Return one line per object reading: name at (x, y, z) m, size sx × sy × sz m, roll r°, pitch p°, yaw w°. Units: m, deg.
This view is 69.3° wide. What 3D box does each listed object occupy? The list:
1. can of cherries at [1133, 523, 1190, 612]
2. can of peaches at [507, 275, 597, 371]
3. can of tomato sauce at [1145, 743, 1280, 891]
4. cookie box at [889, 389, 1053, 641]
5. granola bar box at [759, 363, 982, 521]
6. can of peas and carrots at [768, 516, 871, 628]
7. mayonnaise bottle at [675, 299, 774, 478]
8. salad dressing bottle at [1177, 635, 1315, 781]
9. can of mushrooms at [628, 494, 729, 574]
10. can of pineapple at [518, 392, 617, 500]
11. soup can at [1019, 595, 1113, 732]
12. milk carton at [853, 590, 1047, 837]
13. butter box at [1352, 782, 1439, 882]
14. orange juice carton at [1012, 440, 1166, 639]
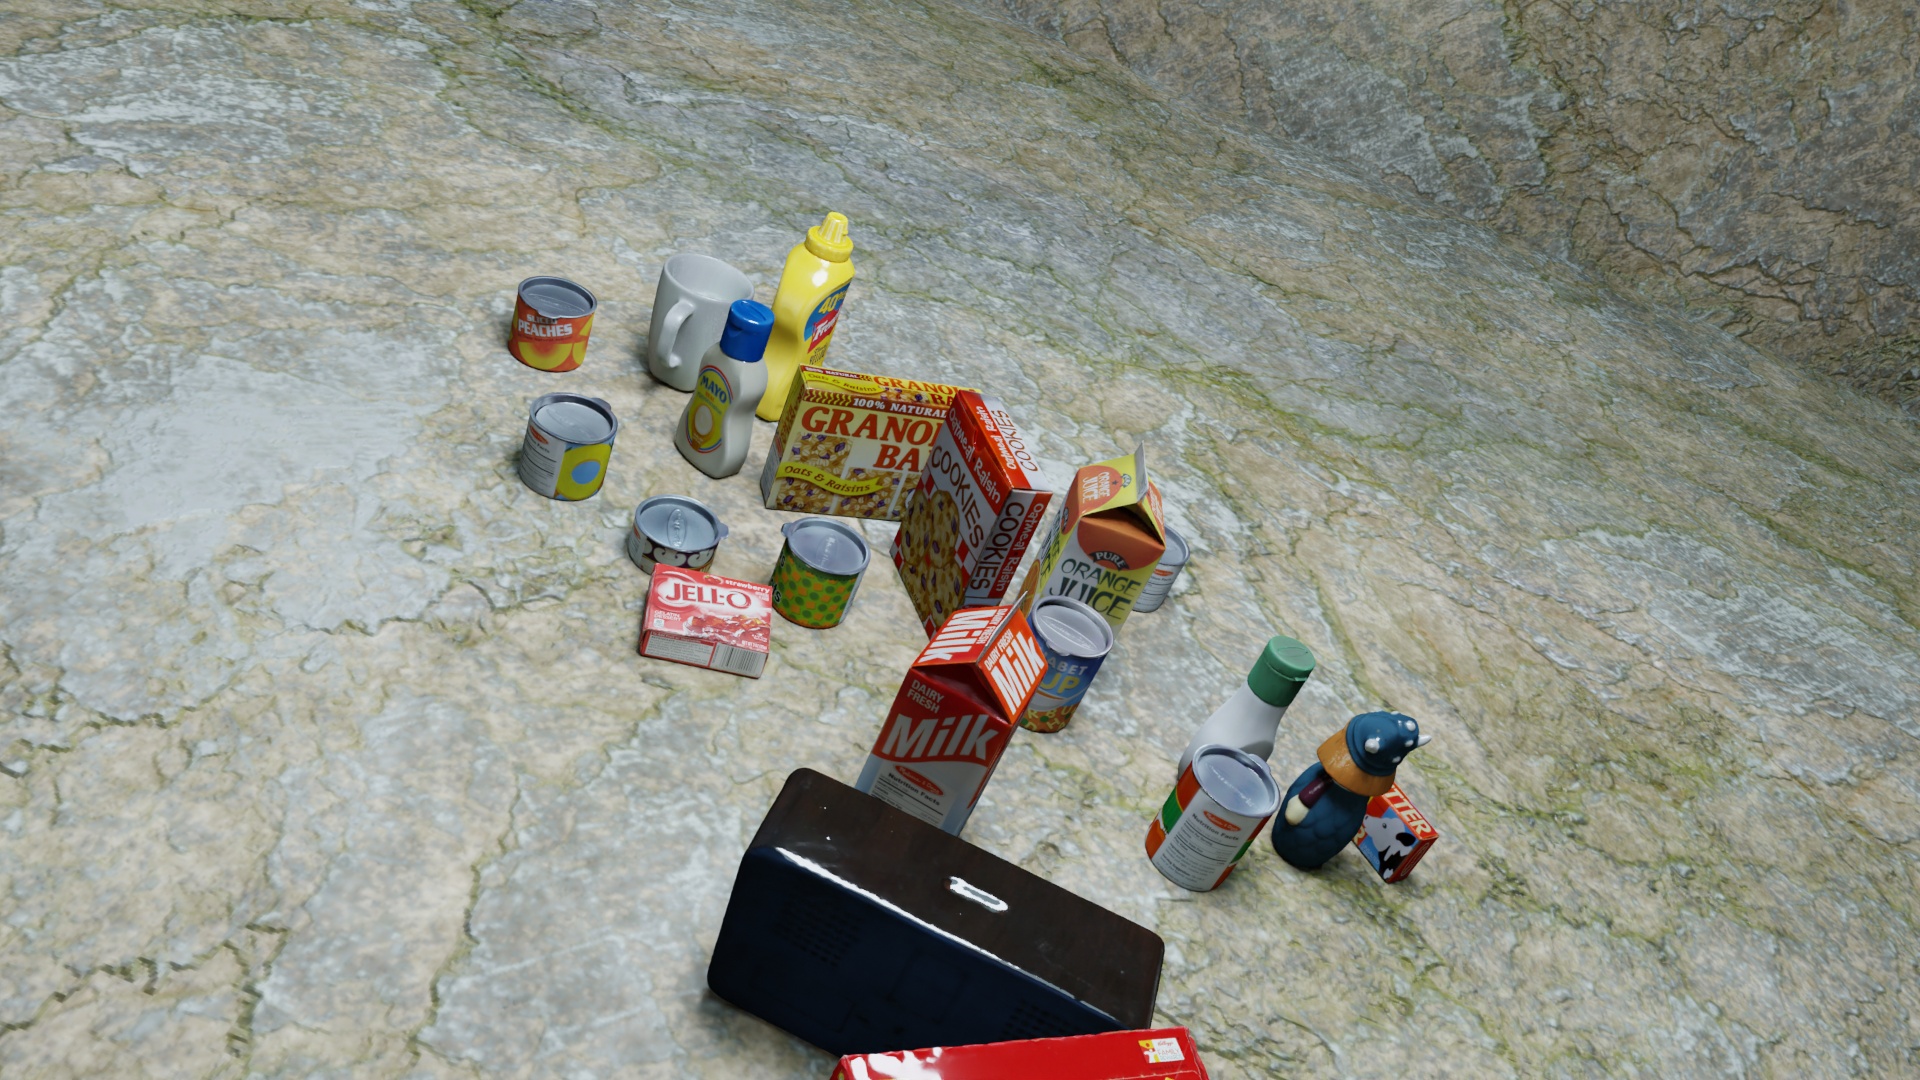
can of cherries at (0.161, 0.019, 1.230) m, size 0.071 × 0.058 × 0.072 m, roll 16°, pitch 34°, yaw -12°
can of peaches at (-0.352, -0.185, 1.195) m, size 0.071 × 0.057 × 0.071 m, roll 16°, pitch 34°, yaw -12°
can of tomato sauce at (0.177, 0.194, 0.978) m, size 0.071 × 0.082 × 0.071 m, roll 17°, pitch 34°, yaw -12°
cookie box at (0.004, -0.014, 1.081) m, size 0.040 × 0.166 × 0.123 m, roll 4°, pitch 39°, yaw -28°
granola bar box at (-0.072, -0.078, 1.161) m, size 0.166 × 0.123 × 0.039 m, roll 5°, pitch 38°, yaw -26°
can of peas and carrots at (-0.110, 0.024, 1.057) m, size 0.071 × 0.058 × 0.071 m, roll 16°, pitch 34°, yaw -12°
mayonnaise bottle at (-0.189, -0.125, 1.133) m, size 0.065 × 0.147 × 0.041 m, roll 40°, pitch 36°, yaw 22°
salad dressing bottle at (0.211, 0.134, 1.023) m, size 0.064 × 0.146 × 0.044 m, roll 2°, pitch 39°, yaw -30°
can of mushrooms at (-0.214, -0.001, 1.050) m, size 0.071 × 0.033 × 0.071 m, roll 16°, pitch 34°, yaw -11°
can of pineapple at (-0.302, -0.073, 1.073) m, size 0.071 × 0.057 × 0.071 m, roll 16°, pitch 34°, yaw -12°
soup can at (0.068, 0.095, 1.046) m, size 0.071 × 0.083 × 0.072 m, roll 17°, pitch 34°, yaw -12°
milk carton at (-0.006, 0.117, 0.875) m, size 0.073 × 0.189 × 0.073 m, roll 29°, pitch 34°, yaw 7°
butter box at (0.317, 0.207, 1.074) m, size 0.024 × 0.052 × 0.104 m, roll -2°, pitch 42°, yaw -34°
orange juice carton at (0.104, 0.015, 1.081) m, size 0.073 × 0.191 × 0.072 m, roll 19°, pitch 34°, yaw -8°
